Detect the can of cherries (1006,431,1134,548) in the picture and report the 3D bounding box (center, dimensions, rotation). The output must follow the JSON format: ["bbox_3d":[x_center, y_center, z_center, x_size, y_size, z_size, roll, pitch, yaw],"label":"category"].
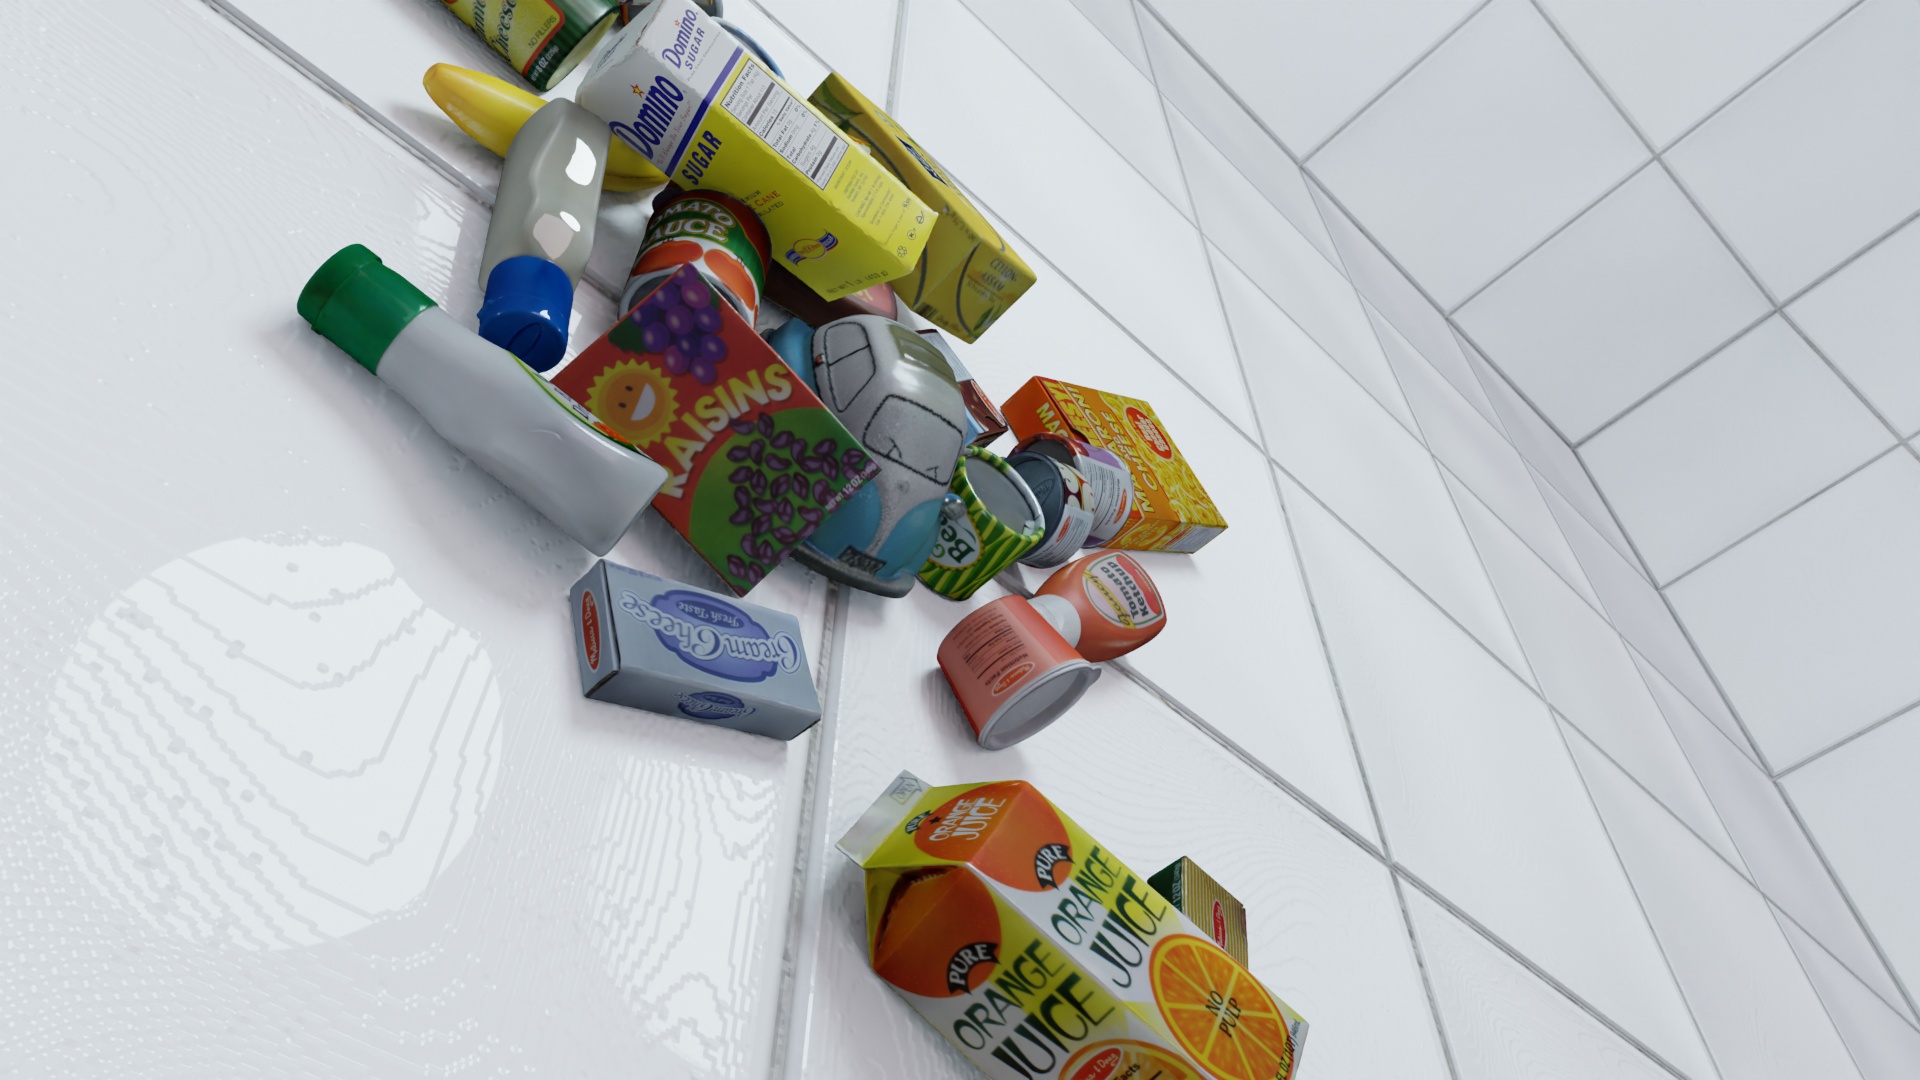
[{"bbox_3d":[0.064,-0.031,0.877,0.058,0.071,0.072,12,45,-49],"label":"can of cherries"}]

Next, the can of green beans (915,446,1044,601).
[{"bbox_3d":[0.004,-0.010,0.762,0.071,0.057,0.071,36,30,-25],"label":"can of green beans"}]

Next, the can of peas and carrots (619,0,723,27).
[{"bbox_3d":[-0.192,-0.358,0.903,0.071,0.070,0.059,25,37,-41],"label":"can of peas and carrots"}]

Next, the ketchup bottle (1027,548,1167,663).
[{"bbox_3d":[0.069,0.044,0.809,0.065,0.043,0.149,56,28,11],"label":"ketchup bottle"}]

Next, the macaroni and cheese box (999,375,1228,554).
[{"bbox_3d":[0.114,-0.053,1.002,0.167,0.040,0.124,4,51,-55],"label":"macaroni and cheese box"}]

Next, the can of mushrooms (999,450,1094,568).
[{"bbox_3d":[0.043,-0.019,0.825,0.033,0.071,0.071,19,40,-47],"label":"can of mushrooms"}]

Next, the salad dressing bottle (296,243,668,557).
[{"bbox_3d":[-0.185,-0.055,0.542,0.147,0.044,0.064,39,-9,-9],"label":"salad dressing bottle"}]

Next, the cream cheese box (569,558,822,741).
[{"bbox_3d":[-0.106,0.046,0.563,0.104,0.024,0.053,21,39,-43],"label":"cream cheese box"}]

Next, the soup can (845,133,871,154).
[{"bbox_3d":[-0.105,-0.224,0.839,0.084,0.071,0.072,22,34,-12],"label":"soup can"}]

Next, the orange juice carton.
[{"bbox_3d":[0.037,0.168,0.551,0.193,0.072,0.072,40,27,7],"label":"orange juice carton"}]

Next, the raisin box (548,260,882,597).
[{"bbox_3d":[-0.107,-0.048,0.609,0.123,0.086,0.040,47,-7,-6],"label":"raisin box"}]

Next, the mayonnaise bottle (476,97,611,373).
[{"bbox_3d":[-0.190,-0.137,0.630,0.041,0.064,0.149,27,39,-33],"label":"mayonnaise bottle"}]

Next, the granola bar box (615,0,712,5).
[{"bbox_3d":[-0.224,-0.388,0.851,0.124,0.038,0.166,-6,51,-15],"label":"granola bar box"}]

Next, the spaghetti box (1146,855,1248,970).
[{"bbox_3d":[0.107,0.248,0.624,0.050,0.028,0.251,42,28,-16],"label":"spaghetti box"}]

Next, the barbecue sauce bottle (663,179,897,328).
[{"bbox_3d":[-0.106,-0.162,0.806,0.148,0.043,0.065,26,28,-38],"label":"barbecue sauce bottle"}]

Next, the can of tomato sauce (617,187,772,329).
[{"bbox_3d":[-0.133,-0.130,0.697,0.071,0.071,0.083,36,31,-26],"label":"can of tomato sauce"}]

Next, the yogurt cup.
[{"bbox_3d":[0.025,0.064,0.696,0.072,0.072,0.054,3,44,-55],"label":"yogurt cup"}]

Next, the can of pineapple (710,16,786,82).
[{"bbox_3d":[-0.151,-0.284,0.876,0.071,0.057,0.071,37,30,-25],"label":"can of pineapple"}]

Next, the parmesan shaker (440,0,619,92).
[{"bbox_3d":[-0.243,-0.303,0.747,0.103,0.071,0.072,42,28,-16],"label":"parmesan shaker"}]

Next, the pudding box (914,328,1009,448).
[{"bbox_3d":[-0.012,-0.092,0.874,0.084,0.030,0.050,53,26,6],"label":"pudding box"}]
